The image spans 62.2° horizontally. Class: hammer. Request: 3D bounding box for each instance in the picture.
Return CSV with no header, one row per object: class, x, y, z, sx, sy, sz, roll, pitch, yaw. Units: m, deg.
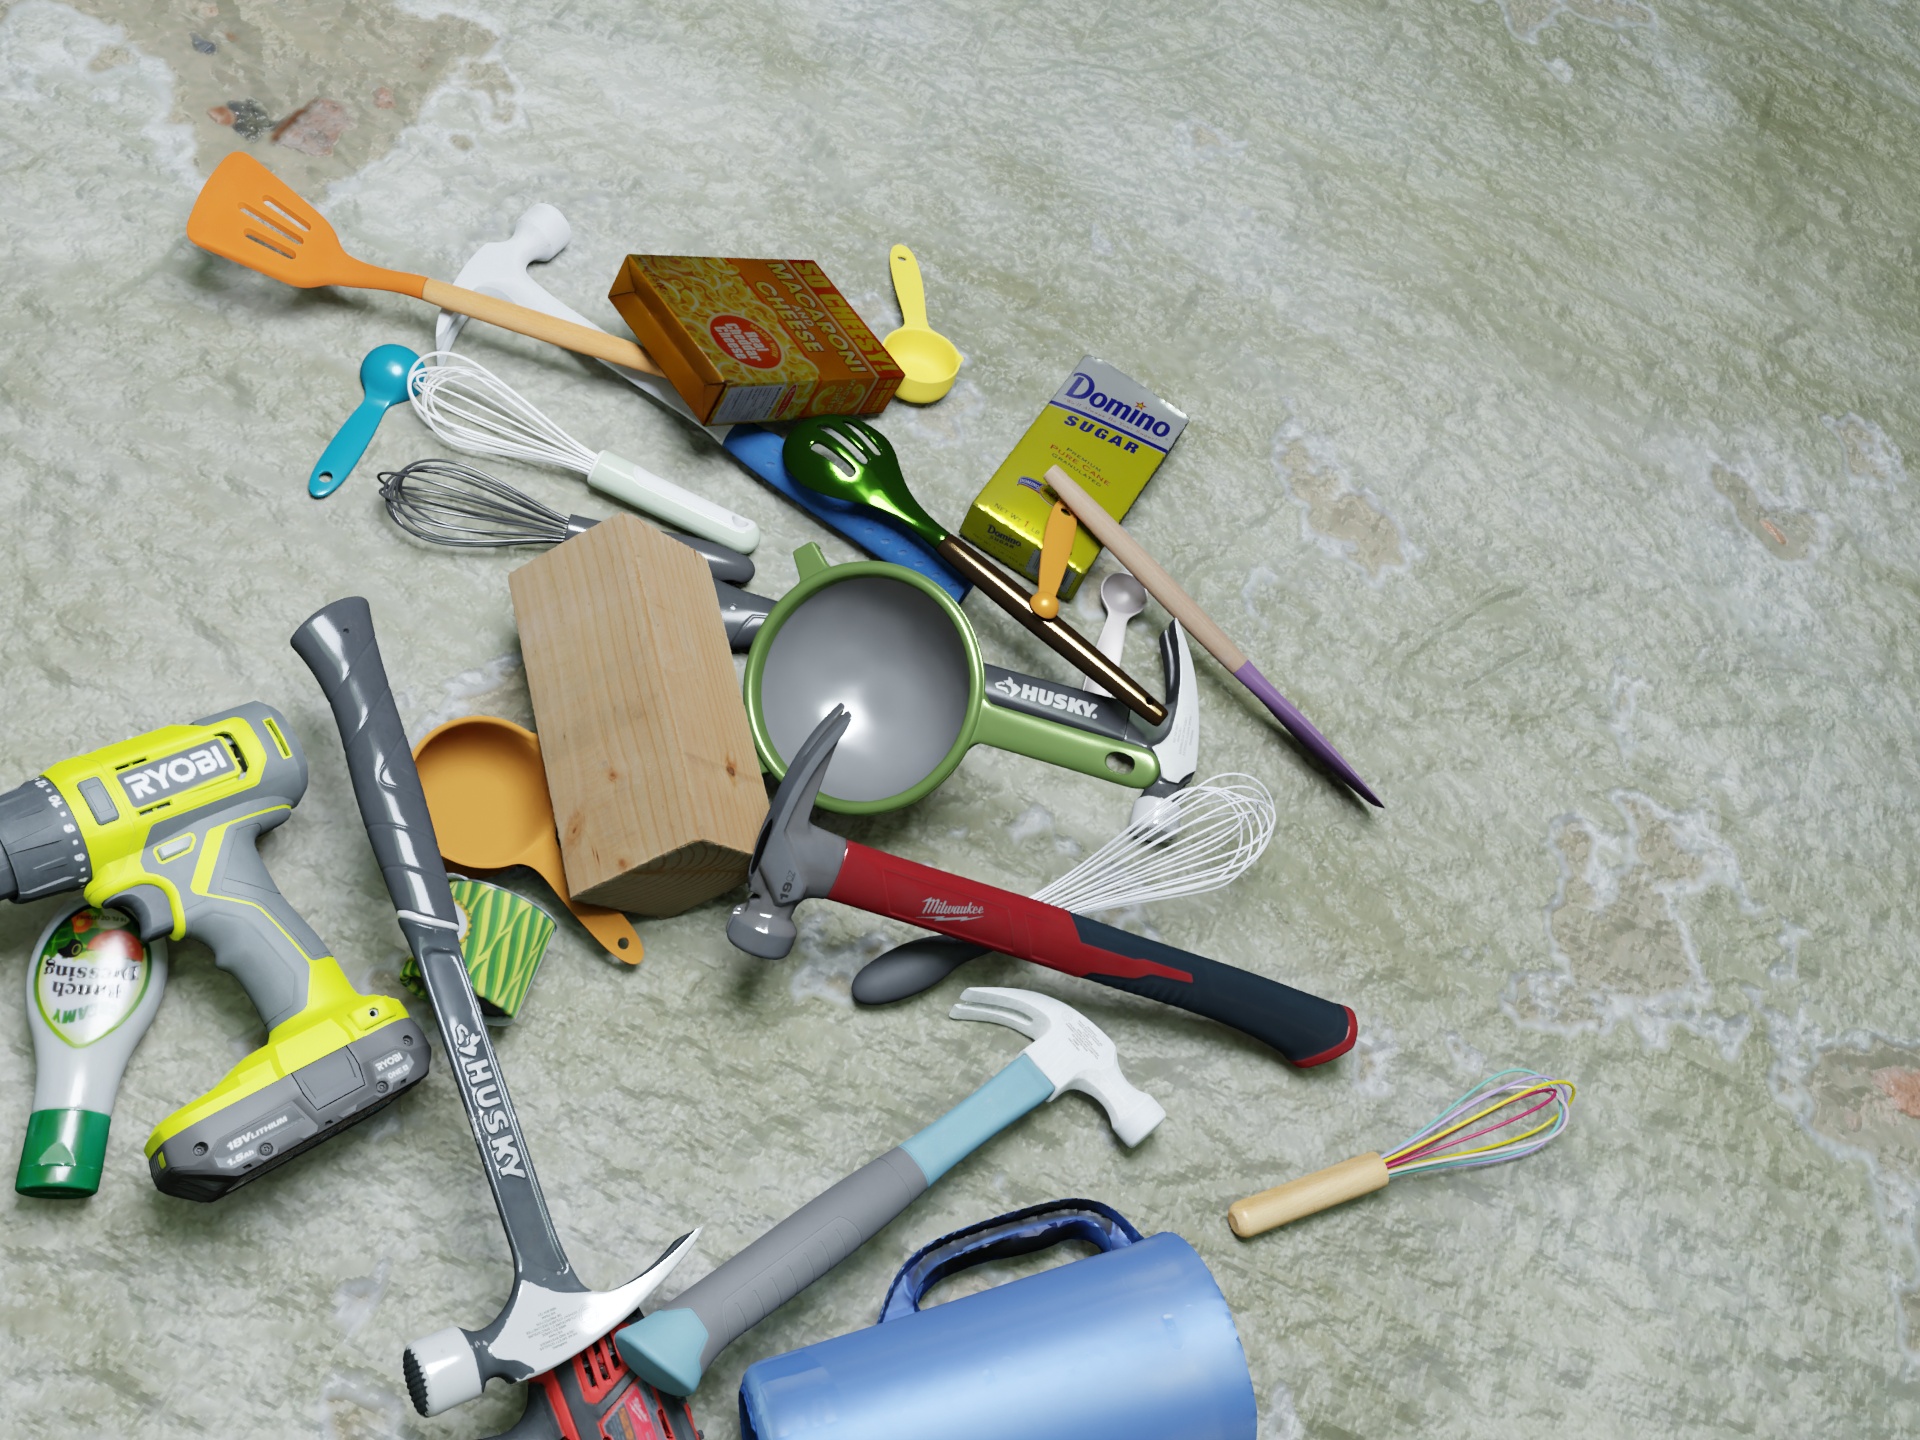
hammer,-0.258,0.119,0.804,0.149,0.036,0.409,-12,71,-37
hammer,0.070,0.115,0.915,0.386,0.038,0.143,20,99,-19
hammer,-0.166,-0.196,1.072,0.405,0.035,0.144,34,60,2
hammer,-0.035,0.247,0.848,0.331,0.033,0.128,-27,66,-39
hammer,-0.004,-0.034,1.031,0.334,0.035,0.146,16,69,-6

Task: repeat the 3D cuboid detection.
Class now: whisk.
whisk,-0.243,-0.169,1.032,0.246,0.059,0.058,25,33,-7
whisk,0.271,0.261,0.963,0.245,0.047,0.051,-14,70,-18
whisk,0.066,0.107,0.959,0.284,0.070,0.070,-23,72,-11
whisk,-0.247,-0.121,1.007,0.239,0.055,0.055,12,62,-14

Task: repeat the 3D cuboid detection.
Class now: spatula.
spatula,0.169,-0.054,1.066,0.018,0.060,0.316,-44,90,1
spatula,-0.320,-0.276,1.023,0.322,0.041,0.081,16,60,-9

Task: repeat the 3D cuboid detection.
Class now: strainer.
strainer,-0.001,-0.003,0.944,0.256,0.069,0.151,16,90,16

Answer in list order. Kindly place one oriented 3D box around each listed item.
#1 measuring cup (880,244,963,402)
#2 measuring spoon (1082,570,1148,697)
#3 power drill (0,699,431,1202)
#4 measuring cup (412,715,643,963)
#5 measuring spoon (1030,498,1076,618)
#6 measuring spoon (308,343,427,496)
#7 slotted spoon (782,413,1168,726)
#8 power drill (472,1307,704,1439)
measuring cup,-0.037,-0.292,1.168,0.062,0.029,0.157,2,52,-15
measuring spoon,0.099,-0.046,1.086,0.034,0.018,0.124,20,67,-5
power drill,-0.389,0.116,0.791,0.190,0.080,0.228,-27,83,-41
measuring cup,-0.249,0.078,0.908,0.173,0.052,0.095,50,56,-9
measuring spoon,0.064,-0.110,1.039,0.021,0.011,0.117,25,47,-11
measuring spoon,-0.383,-0.196,1.017,0.042,0.021,0.129,21,59,-4
slotted spoon,0.010,-0.101,1.029,0.314,0.031,0.070,40,60,8
power drill,-0.217,0.402,0.736,0.226,0.080,0.188,-19,71,-26
